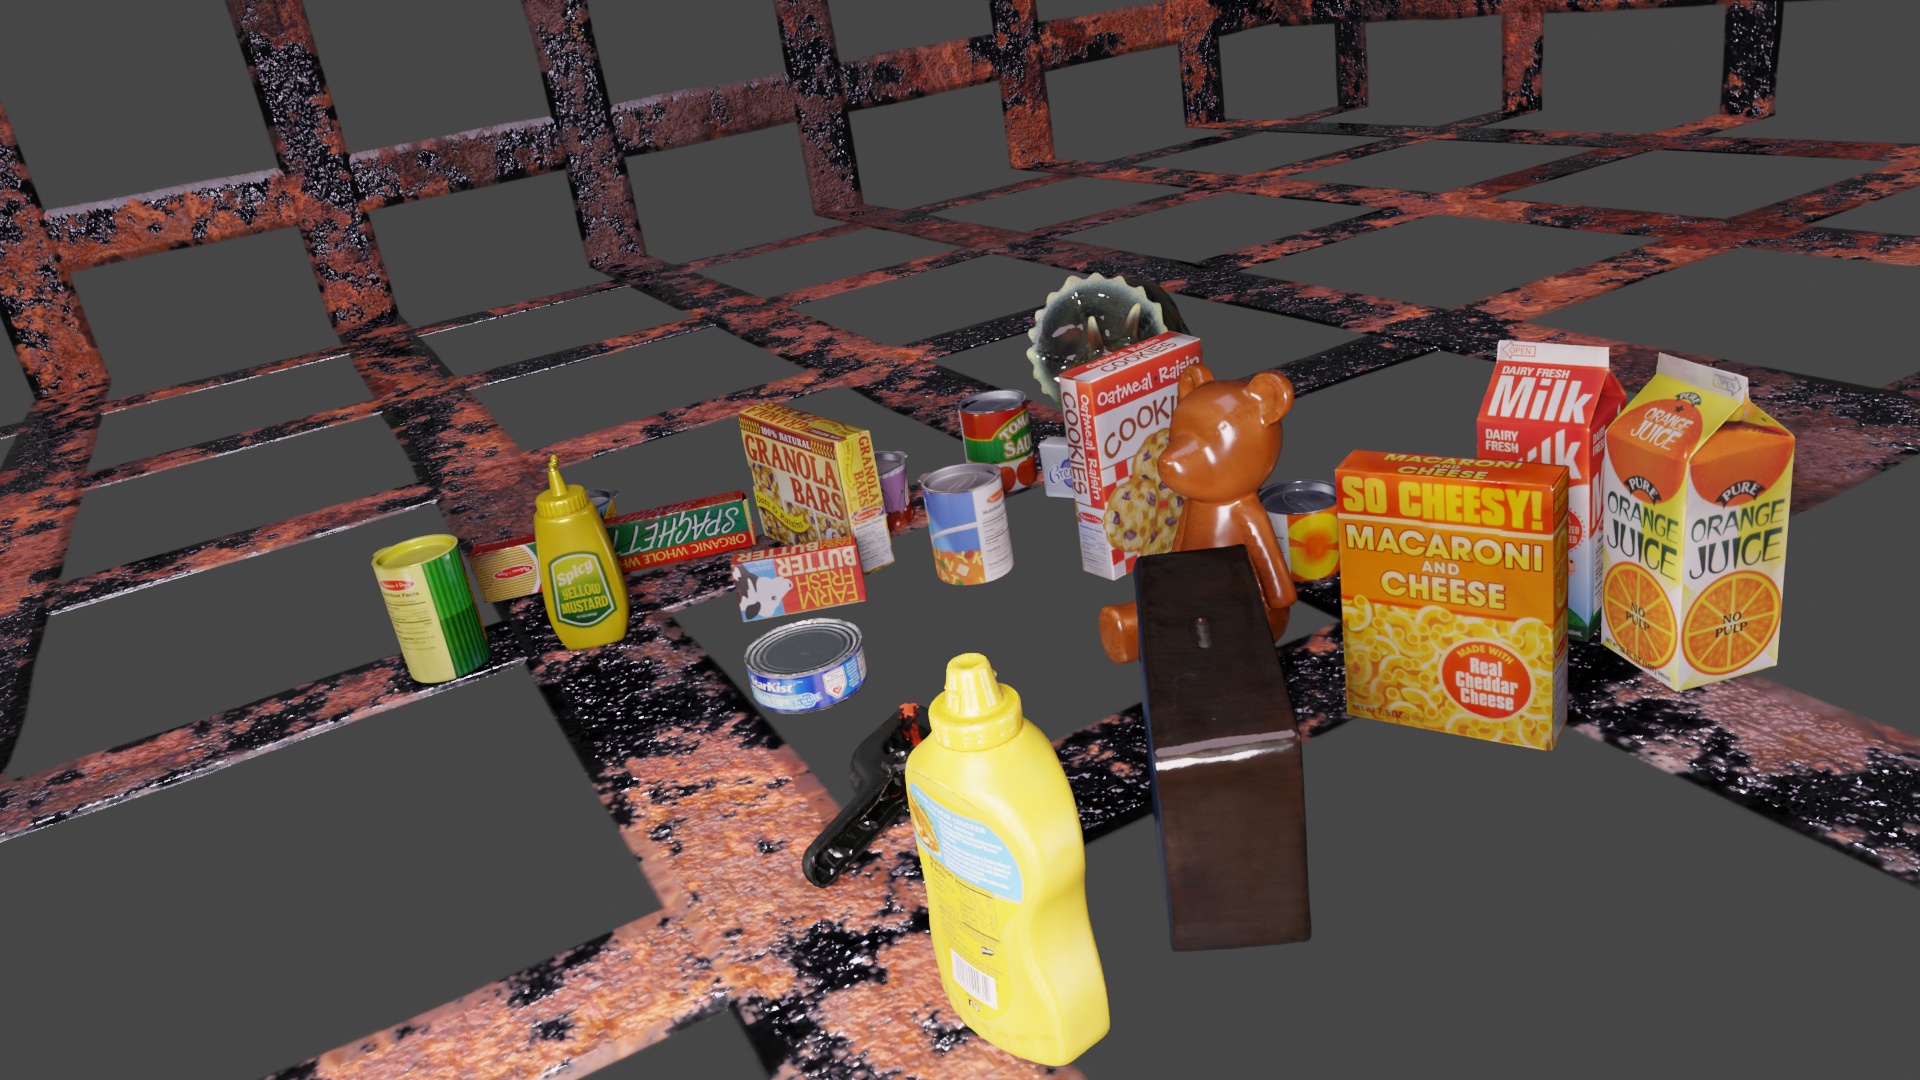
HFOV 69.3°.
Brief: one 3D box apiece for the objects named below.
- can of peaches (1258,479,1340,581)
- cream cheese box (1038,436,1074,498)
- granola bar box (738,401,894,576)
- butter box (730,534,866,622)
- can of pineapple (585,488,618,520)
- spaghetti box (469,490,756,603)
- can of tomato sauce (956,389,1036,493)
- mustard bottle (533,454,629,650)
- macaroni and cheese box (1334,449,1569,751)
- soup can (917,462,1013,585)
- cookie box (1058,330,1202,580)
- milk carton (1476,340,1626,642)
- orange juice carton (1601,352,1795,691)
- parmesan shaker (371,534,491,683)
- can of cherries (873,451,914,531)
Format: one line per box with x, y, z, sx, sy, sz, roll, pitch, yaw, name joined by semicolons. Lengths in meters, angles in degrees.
0.263;-0.008;1.064;0.071;0.057;0.071;-8;22;3;can of peaches
0.123;-0.064;1.257;0.104;0.053;0.024;5;27;32;cream cheese box
-0.130;-0.048;1.224;0.039;0.123;0.165;-24;26;-31;granola bar box
-0.131;0.031;1.129;0.103;0.053;0.024;-10;22;-2;butter box
-0.351;-0.011;1.307;0.071;0.057;0.071;-8;22;3;can of pineapple
-0.313;0.005;1.265;0.250;0.050;0.029;-12;22;-8;spaghetti box
0.037;-0.094;1.322;0.071;0.082;0.071;-8;22;3;can of tomato sauce
-0.310;0.008;1.113;0.065;0.159;0.049;-13;22;-9;mustard bottle
0.288;0.033;0.816;0.123;0.165;0.040;7;27;35;macaroni and cheese box
0.004;-0.014;1.145;0.071;0.083;0.071;-8;22;3;soup can
0.144;-0.069;1.113;0.123;0.166;0.040;-24;27;-32;cookie box
0.389;-0.038;0.913;0.072;0.189;0.074;11;30;40;milk carton
0.440;-0.014;0.835;0.073;0.191;0.072;-13;22;-9;orange juice carton
-0.428;0.055;1.123;0.071;0.102;0.071;-8;22;3;parmesan shaker
-0.076;-0.044;1.280;0.071;0.058;0.072;-8;22;3;can of cherries
